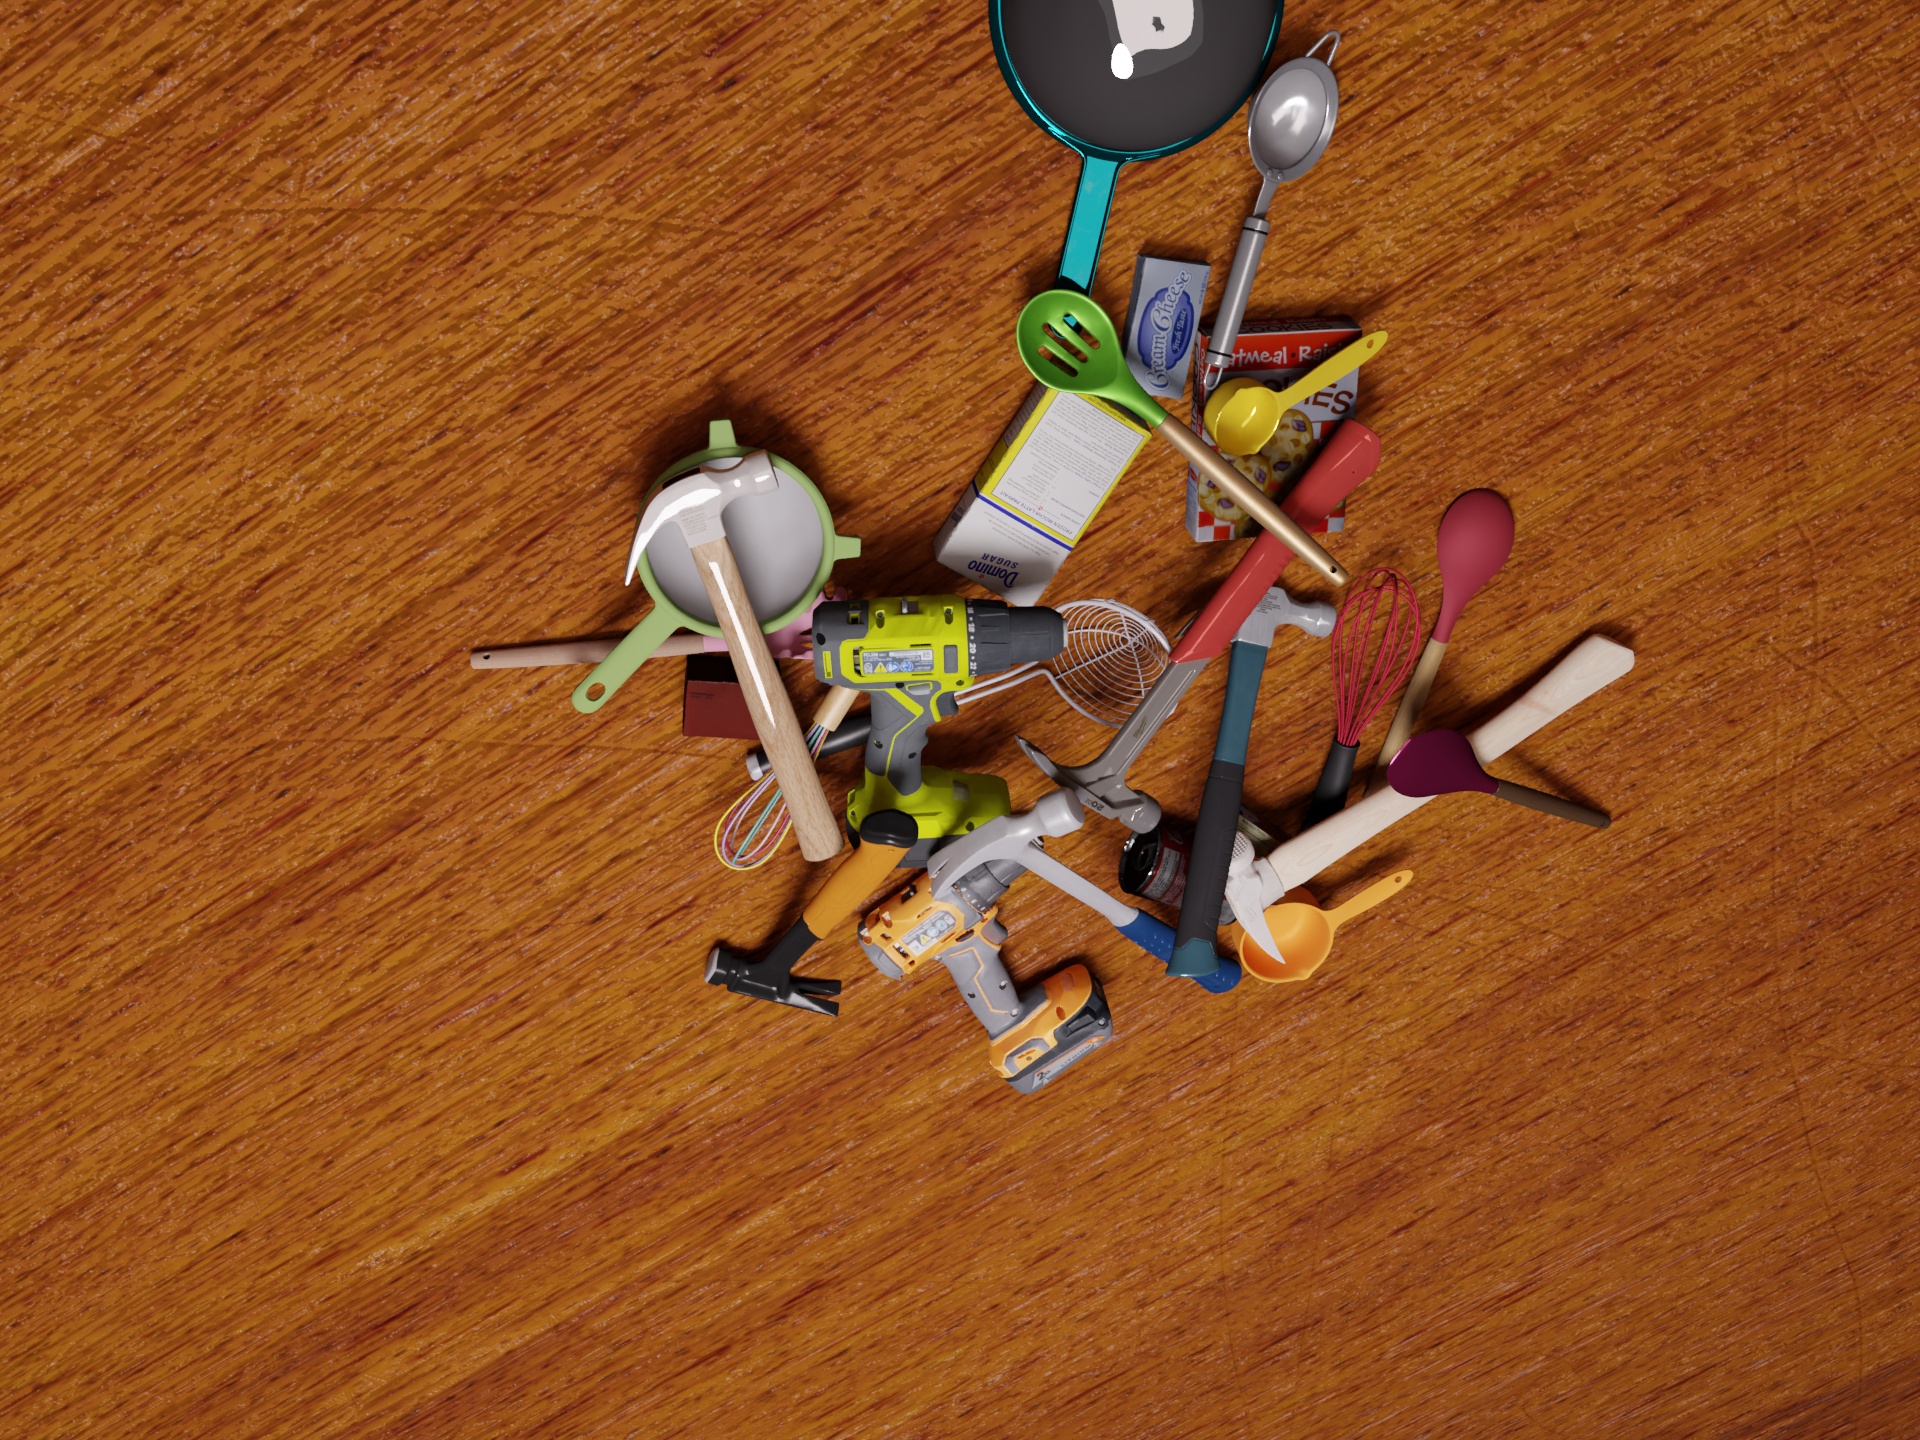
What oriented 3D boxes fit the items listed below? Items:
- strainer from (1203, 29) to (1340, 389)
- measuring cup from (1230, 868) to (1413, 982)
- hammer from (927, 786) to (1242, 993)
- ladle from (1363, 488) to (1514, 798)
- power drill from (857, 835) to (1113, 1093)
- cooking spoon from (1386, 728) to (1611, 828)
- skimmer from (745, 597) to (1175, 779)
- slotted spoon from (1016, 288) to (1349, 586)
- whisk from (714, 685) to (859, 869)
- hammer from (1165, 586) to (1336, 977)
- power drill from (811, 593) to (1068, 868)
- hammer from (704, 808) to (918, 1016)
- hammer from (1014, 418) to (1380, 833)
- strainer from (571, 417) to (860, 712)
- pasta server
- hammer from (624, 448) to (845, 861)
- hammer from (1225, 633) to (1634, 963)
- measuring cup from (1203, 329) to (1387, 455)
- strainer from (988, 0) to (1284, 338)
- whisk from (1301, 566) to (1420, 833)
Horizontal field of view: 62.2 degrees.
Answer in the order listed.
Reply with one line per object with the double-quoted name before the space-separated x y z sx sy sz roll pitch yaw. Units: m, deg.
"strainer" 0.216 -0.369 1.158 0.086 0.050 0.258 2 109 -40
"measuring cup" 0.330 0.170 1.462 0.173 0.052 0.095 -30 117 5
"hammer" 0.129 0.164 1.349 0.144 0.035 0.405 -26 144 24
"ladle" 0.403 -0.048 1.375 0.069 0.031 0.315 9 117 -12
"power drill" 0.045 0.208 1.429 0.185 0.084 0.226 -38 111 11
"cooking spoon" 0.478 0.061 1.386 0.318 0.017 0.068 15 115 -37
"skimmer" -0.002 -0.004 1.304 0.363 0.090 0.127 -19 120 2
"slotted spoon" 0.168 -0.204 1.180 0.313 0.031 0.070 40 95 -4
"whisk" -0.126 0.019 1.292 0.047 0.051 0.245 35 98 12
"hammer" 0.219 0.049 1.305 0.128 0.033 0.331 13 83 -10
"power drill" -0.013 0.003 1.245 0.190 0.080 0.228 -3 126 -1
"hammer" -0.105 0.162 1.316 0.127 0.034 0.336 18 144 -17
"hammer" 0.196 -0.084 1.227 0.149 0.037 0.359 33 95 -35
"strainer" -0.210 -0.107 1.231 0.256 0.069 0.151 -44 113 11
"pasta server" -0.234 -0.063 1.273 0.316 0.060 0.040 -5 158 -3
"hammer" -0.157 -0.034 1.216 0.130 0.031 0.331 -18 115 -2
"hammer" 0.411 0.057 1.384 0.410 0.038 0.146 -32 126 -3
"measuring cup" 0.252 -0.257 1.204 0.156 0.029 0.062 -32 134 -5
"strainer" 0.116 -0.426 1.103 0.211 0.095 0.340 8 114 -12
"whisk" 0.338 0.001 1.374 0.073 0.073 0.295 2 122 -9
